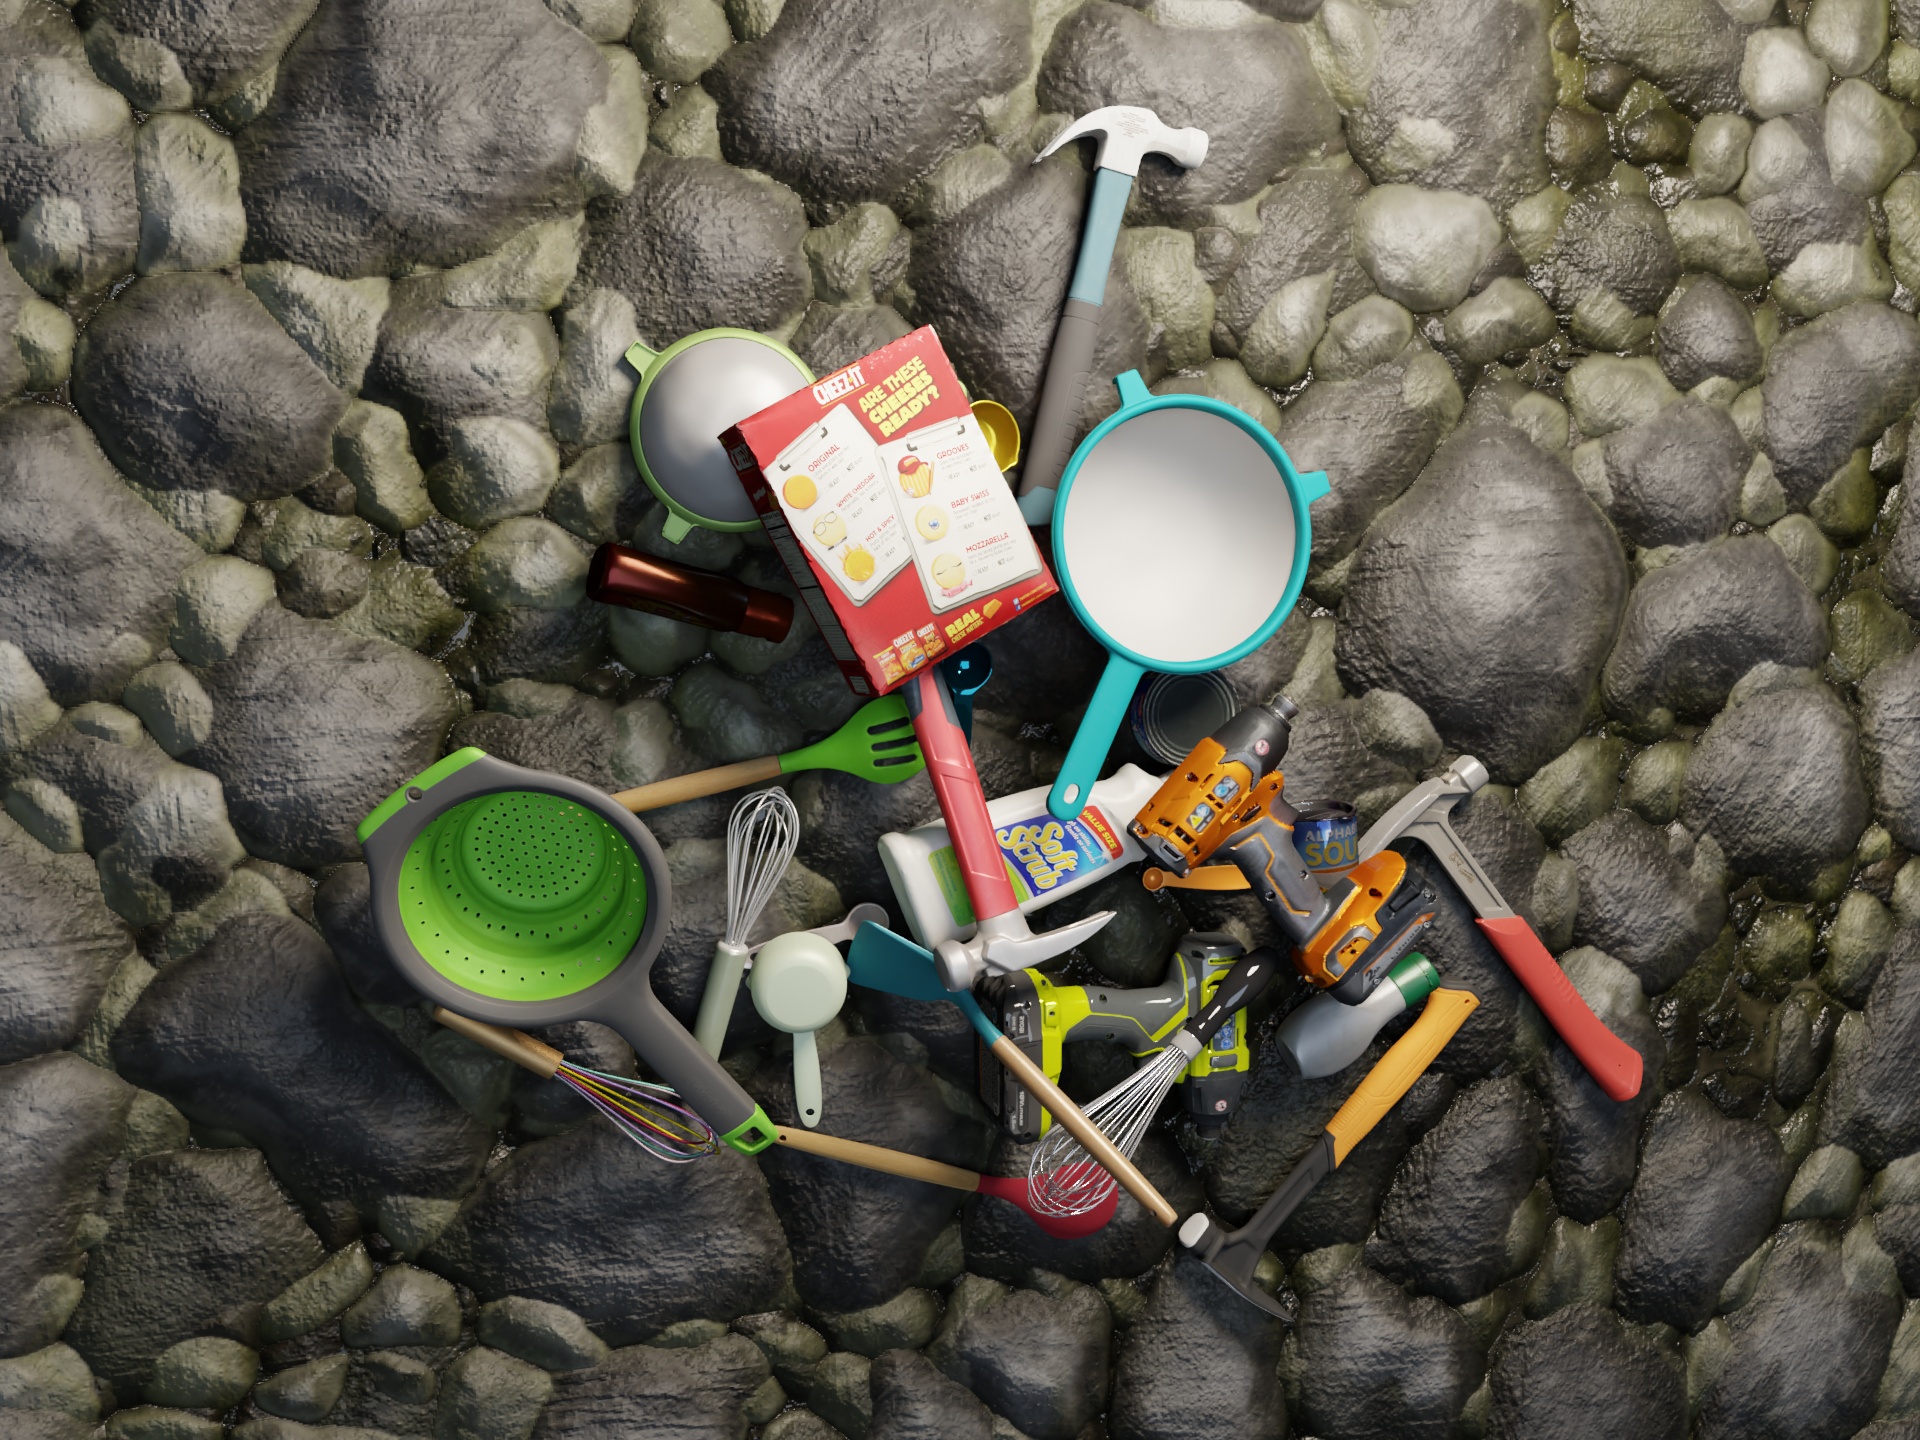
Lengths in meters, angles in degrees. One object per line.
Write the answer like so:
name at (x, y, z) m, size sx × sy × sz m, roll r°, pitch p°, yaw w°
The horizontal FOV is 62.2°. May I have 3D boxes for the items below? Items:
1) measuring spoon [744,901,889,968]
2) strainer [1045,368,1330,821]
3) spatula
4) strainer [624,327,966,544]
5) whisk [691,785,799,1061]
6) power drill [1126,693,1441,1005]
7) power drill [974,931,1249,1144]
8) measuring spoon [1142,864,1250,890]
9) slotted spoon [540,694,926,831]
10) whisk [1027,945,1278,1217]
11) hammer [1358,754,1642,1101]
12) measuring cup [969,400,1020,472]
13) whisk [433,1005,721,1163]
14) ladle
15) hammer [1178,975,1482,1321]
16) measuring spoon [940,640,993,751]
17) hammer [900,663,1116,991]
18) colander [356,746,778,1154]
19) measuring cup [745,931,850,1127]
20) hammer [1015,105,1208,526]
measuring spoon at (-0.117, 0.171, 1.260) m, size 0.124 × 0.018 × 0.034 m, roll -16°, pitch 107°, yaw -5°
strainer at (0.133, -0.084, 1.237) m, size 0.211 × 0.095 × 0.340 m, roll 24°, pitch 87°, yaw -15°
spatula at (0.038, 0.268, 1.203) m, size 0.318 × 0.082 × 0.044 m, roll 42°, pitch 49°, yaw 22°
strainer at (-0.114, -0.223, 1.175) m, size 0.256 × 0.069 × 0.151 m, roll -12°, pitch 100°, yaw -11°
whisk at (-0.173, 0.166, 1.223) m, size 0.058 × 0.059 × 0.246 m, roll 20°, pitch 101°, yaw 17°
power drill at (0.263, 0.097, 1.244) m, size 0.226 × 0.084 × 0.164 m, roll 40°, pitch 92°, yaw -9°
power drill at (0.129, 0.270, 1.303) m, size 0.223 × 0.080 × 0.171 m, roll -3°, pitch 97°, yaw -17°
measuring spoon at (0.205, 0.132, 1.337) m, size 0.117 × 0.011 × 0.021 m, roll 0°, pitch 97°, yaw -18°
slotted spoon at (-0.164, 0.042, 1.222) m, size 0.313 × 0.031 × 0.070 m, roll -14°, pitch 103°, yaw -11°
whisk at (0.156, 0.279, 1.246) m, size 0.284 × 0.070 × 0.070 m, roll -43°, pitch 106°, yaw -17°
hammer at (0.488, 0.208, 1.404) m, size 0.149 × 0.037 × 0.359 m, roll -41°, pitch 105°, yaw -6°
measuring cup at (-0.010, -0.174, 1.210) m, size 0.062 × 0.029 × 0.156 m, roll 37°, pitch 77°, yaw -25°
whisk at (-0.288, 0.273, 1.215) m, size 0.245 × 0.047 × 0.051 m, roll 32°, pitch 90°, yaw -13°
ladle at (-0.011, 0.372, 1.307) m, size 0.315 × 0.031 × 0.069 m, roll 17°, pitch 94°, yaw -14°
hammer at (0.342, 0.363, 1.390) m, size 0.127 × 0.034 × 0.337 m, roll 42°, pitch 86°, yaw -15°
measuring spoon at (-0.002, -0.004, 1.265) m, size 0.042 × 0.021 × 0.128 m, roll 3°, pitch 106°, yaw -15°
hammer at (-0.004, 0.000, 1.208) m, size 0.143 × 0.038 × 0.386 m, roll -18°, pitch 89°, yaw -18°
colander at (-0.266, 0.171, 1.180) m, size 0.204 × 0.095 × 0.396 m, roll -35°, pitch 114°, yaw 6°
measuring cup at (-0.123, 0.250, 1.249) m, size 0.083 × 0.038 × 0.167 m, roll -5°, pitch 104°, yaw -7°
hammer at (0.094, -0.310, 1.235) m, size 0.128 × 0.033 × 0.331 m, roll 12°, pitch 95°, yaw -16°
